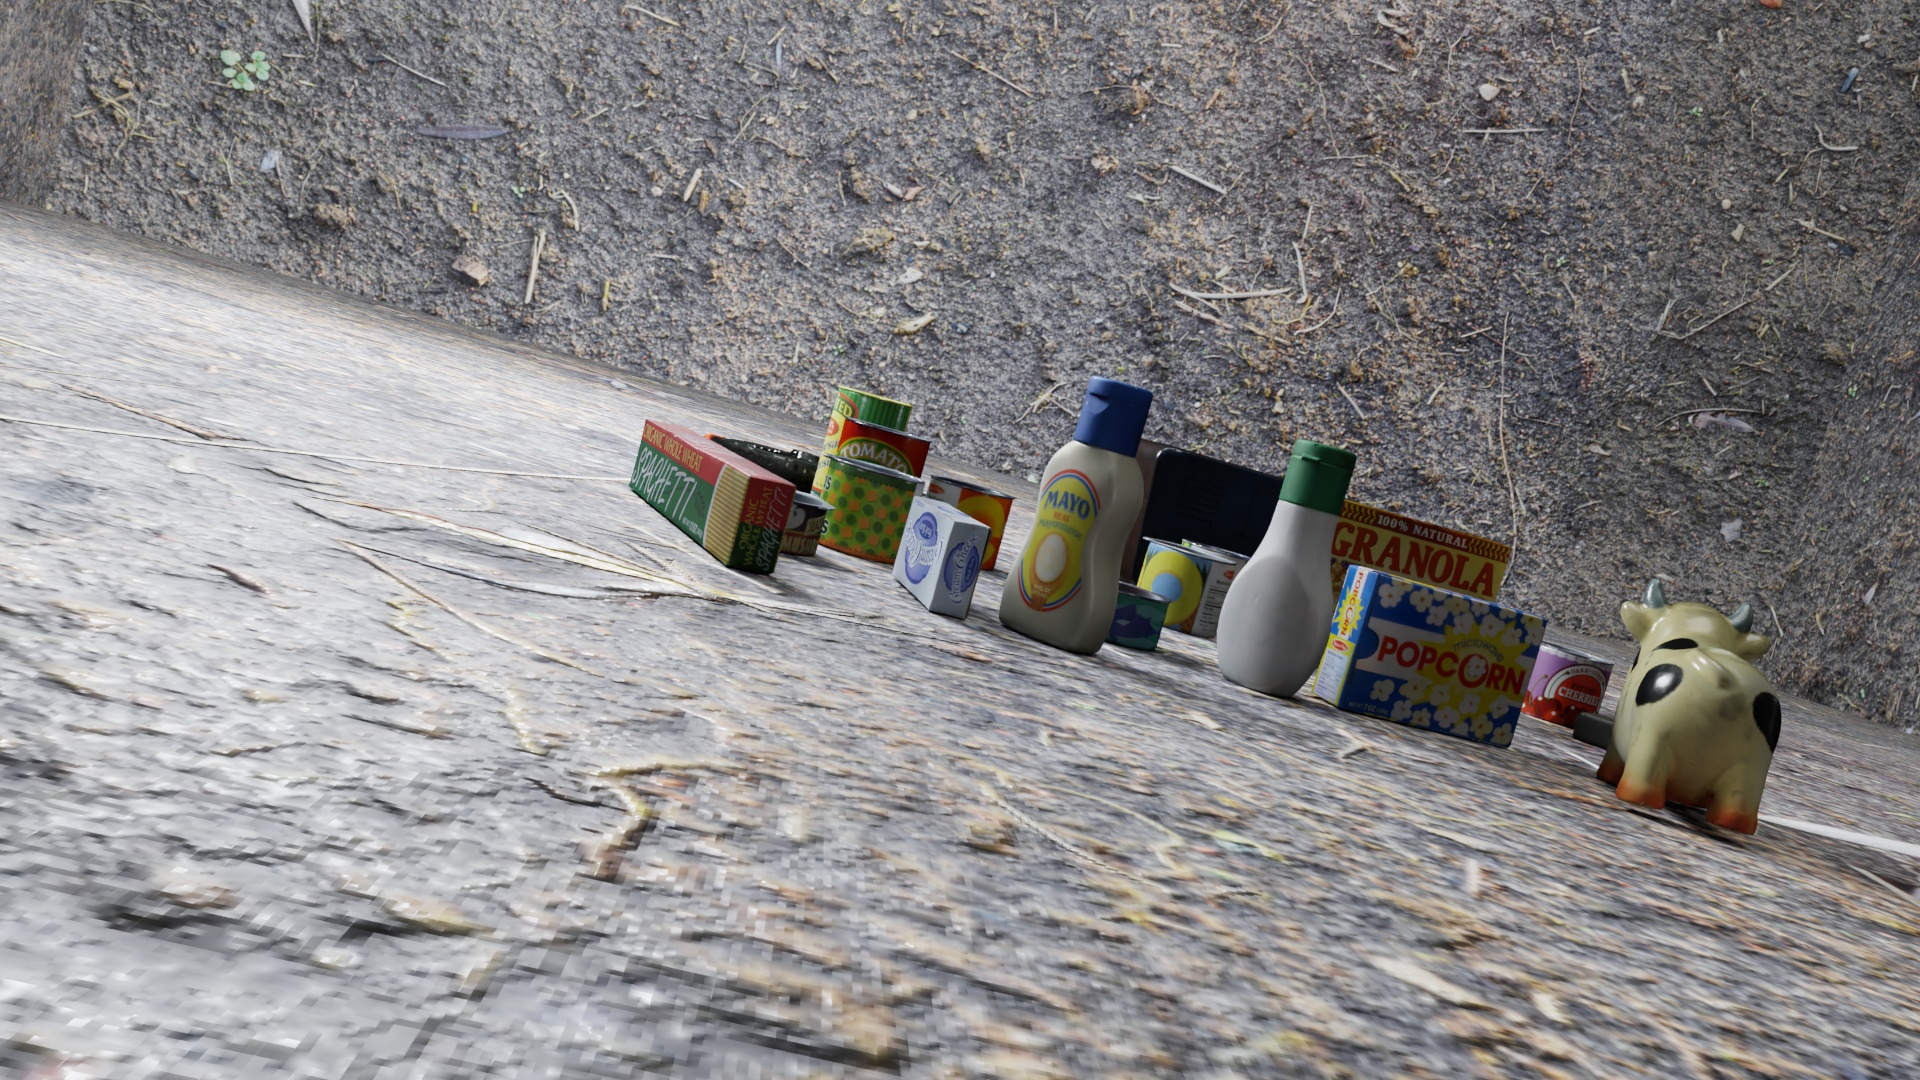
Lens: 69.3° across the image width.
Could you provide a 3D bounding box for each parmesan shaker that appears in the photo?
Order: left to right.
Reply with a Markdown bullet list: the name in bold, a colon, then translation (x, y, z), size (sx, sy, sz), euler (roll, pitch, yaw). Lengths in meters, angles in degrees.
- **parmesan shaker**: translation (-0.085, -0.075, 1.193), size (0.071, 0.103, 0.071), euler (16, 5, -1)

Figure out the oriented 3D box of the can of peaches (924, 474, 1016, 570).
- **can of peaches**: translation (0.004, -0.013, 1.053), size (0.071, 0.058, 0.071), euler (16, 5, -1)

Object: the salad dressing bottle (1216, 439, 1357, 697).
- **salad dressing bottle**: translation (0.195, 0.016, 0.816), size (0.064, 0.147, 0.044), euler (19, 5, 36)

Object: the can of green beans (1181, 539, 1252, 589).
- **can of green beans**: translation (0.208, 0.035, 1.150), size (0.071, 0.057, 0.071), euler (16, 5, -1)

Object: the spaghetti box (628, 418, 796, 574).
- **spaghetti box**: translation (-0.153, -0.032, 0.822), size (0.029, 0.050, 0.250), euler (13, 6, -27)

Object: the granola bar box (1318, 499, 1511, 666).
- **granola bar box**: translation (0.318, 0.042, 1.039), size (0.166, 0.124, 0.039), euler (14, 5, -20)

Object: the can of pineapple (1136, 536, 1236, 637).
- **can of pineapple**: translation (0.162, 0.034, 1.023), size (0.071, 0.058, 0.071), euler (16, 5, -1)

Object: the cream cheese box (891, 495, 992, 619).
- **cream cheese box**: translation (-0.012, 0.008, 0.800), size (0.024, 0.053, 0.104), euler (14, 5, -16)

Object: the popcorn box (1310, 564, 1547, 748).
- **popcorn box**: translation (0.288, 0.071, 0.851), size (0.127, 0.085, 0.038), euler (14, 5, -16)

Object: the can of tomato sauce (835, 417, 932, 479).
- **can of tomato sauce**: translation (-0.064, -0.043, 1.026), size (0.071, 0.083, 0.071), euler (16, 5, -1)

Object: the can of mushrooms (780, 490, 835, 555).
- **can of mushrooms**: translation (-0.114, -0.014, 0.847), size (0.071, 0.033, 0.071), euler (16, 5, -1)

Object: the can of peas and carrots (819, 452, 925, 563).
- **can of peas and carrots**: translation (-0.065, -0.021, 0.929), size (0.071, 0.058, 0.071), euler (16, 5, -1)

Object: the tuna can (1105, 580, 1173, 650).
- **tuna can**: translation (0.096, 0.044, 0.861), size (0.071, 0.033, 0.071), euler (16, 5, -1)

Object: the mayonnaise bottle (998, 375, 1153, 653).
- **mayonnaise bottle**: translation (0.069, -0.016, 0.769), size (0.065, 0.148, 0.041), euler (20, 6, 40)

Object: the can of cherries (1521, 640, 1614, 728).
- **can of cherries**: translation (0.481, 0.115, 1.110), size (0.071, 0.058, 0.071), euler (16, 5, -1)
